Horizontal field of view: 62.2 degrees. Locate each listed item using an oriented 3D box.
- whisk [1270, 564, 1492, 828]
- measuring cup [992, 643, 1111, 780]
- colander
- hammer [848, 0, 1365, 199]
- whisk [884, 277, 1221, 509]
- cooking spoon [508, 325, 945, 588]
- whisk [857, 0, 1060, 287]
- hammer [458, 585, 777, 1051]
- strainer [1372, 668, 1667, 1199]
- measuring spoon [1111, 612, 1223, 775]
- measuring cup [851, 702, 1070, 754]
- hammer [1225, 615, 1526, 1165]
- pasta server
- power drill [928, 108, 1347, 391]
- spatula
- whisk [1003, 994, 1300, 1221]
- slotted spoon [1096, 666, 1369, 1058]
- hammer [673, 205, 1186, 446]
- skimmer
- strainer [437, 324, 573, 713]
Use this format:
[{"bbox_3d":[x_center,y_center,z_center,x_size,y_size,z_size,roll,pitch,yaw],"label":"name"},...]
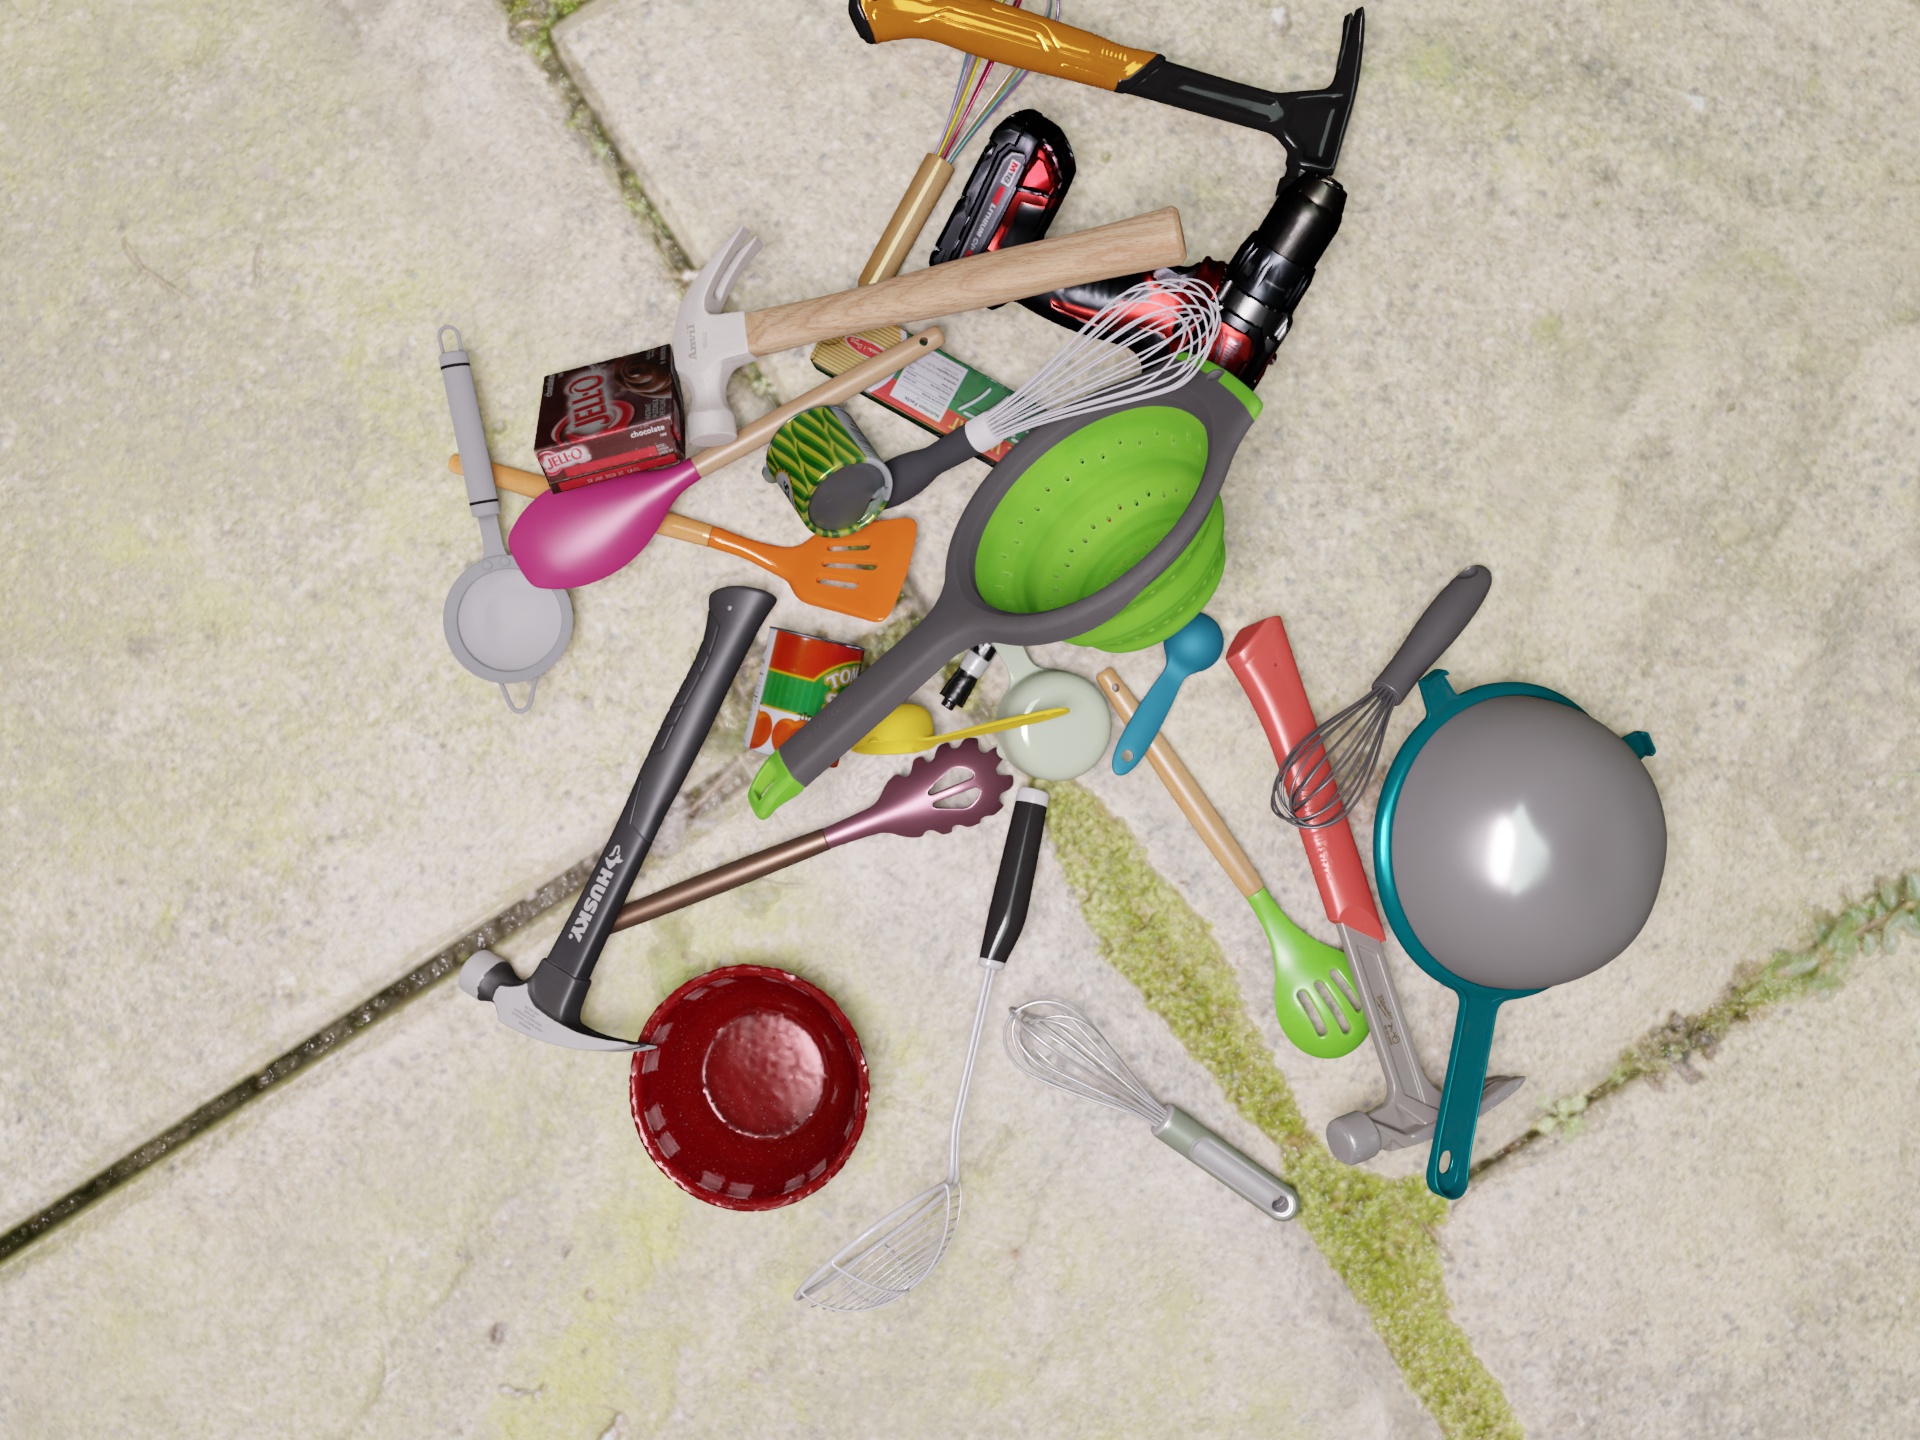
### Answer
[{"bbox_3d":[0.282,-0.019,1.043,0.055,0.055,0.239,42,72,-1],"label":"whisk"},{"bbox_3d":[0.044,-0.035,1.059,0.083,0.038,0.167,-30,102,-9],"label":"measuring cup"},{"bbox_3d":[0.037,-0.057,1.002,0.397,0.205,0.094,-41,126,5],"label":"colander"},{"bbox_3d":[0.095,-0.434,1.030,0.336,0.034,0.127,11,103,-9],"label":"hammer"},{"bbox_3d":[0.041,-0.199,1.012,0.284,0.070,0.070,-23,92,32],"label":"whisk"},{"bbox_3d":[-0.152,-0.179,1.047,0.319,0.017,0.069,-29,95,-1],"label":"cooking spoon"},{"bbox_3d":[-0.005,-0.396,1.064,0.051,0.047,0.245,30,95,-2],"label":"whisk"},{"bbox_3d":[-0.207,0.062,1.064,0.146,0.035,0.335,24,87,25],"label":"hammer"},{"bbox_3d":[0.362,0.143,1.009,0.211,0.095,0.340,15,85,-21],"label":"strainer"},{"bbox_3d":[0.138,-0.019,1.069,0.042,0.021,0.129,32,78,-3],"label":"measuring spoon"},{"bbox_3d":[-0.002,-0.003,1.046,0.156,0.062,0.029,-11,77,24],"label":"measuring cup"},{"bbox_3d":[0.262,0.102,1.066,0.149,0.037,0.359,-15,86,-24],"label":"hammer"},{"bbox_3d":[-0.115,0.089,1.086,0.316,0.040,0.060,-22,91,5],"label":"pasta server"},{"bbox_3d":[0.115,-0.304,1.020,0.226,0.080,0.187,31,119,-2],"label":"power drill"},{"bbox_3d":[-0.191,-0.135,1.072,0.322,0.041,0.081,16,68,2],"label":"spatula"},{"bbox_3d":[0.131,0.266,1.078,0.246,0.059,0.058,36,92,-6],"label":"whisk"},{"bbox_3d":[0.184,0.096,1.083,0.070,0.031,0.314,-34,90,-5],"label":"slotted spoon"},{"bbox_3d":[-0.025,-0.267,0.991,0.331,0.031,0.130,-10,83,15],"label":"hammer"},{"bbox_3d":[-0.021,0.216,1.062,0.090,0.127,0.363,11,80,15],"label":"skimmer"},{"bbox_3d":[-0.313,-0.134,1.060,0.087,0.050,0.258,-10,98,-1],"label":"strainer"}]
